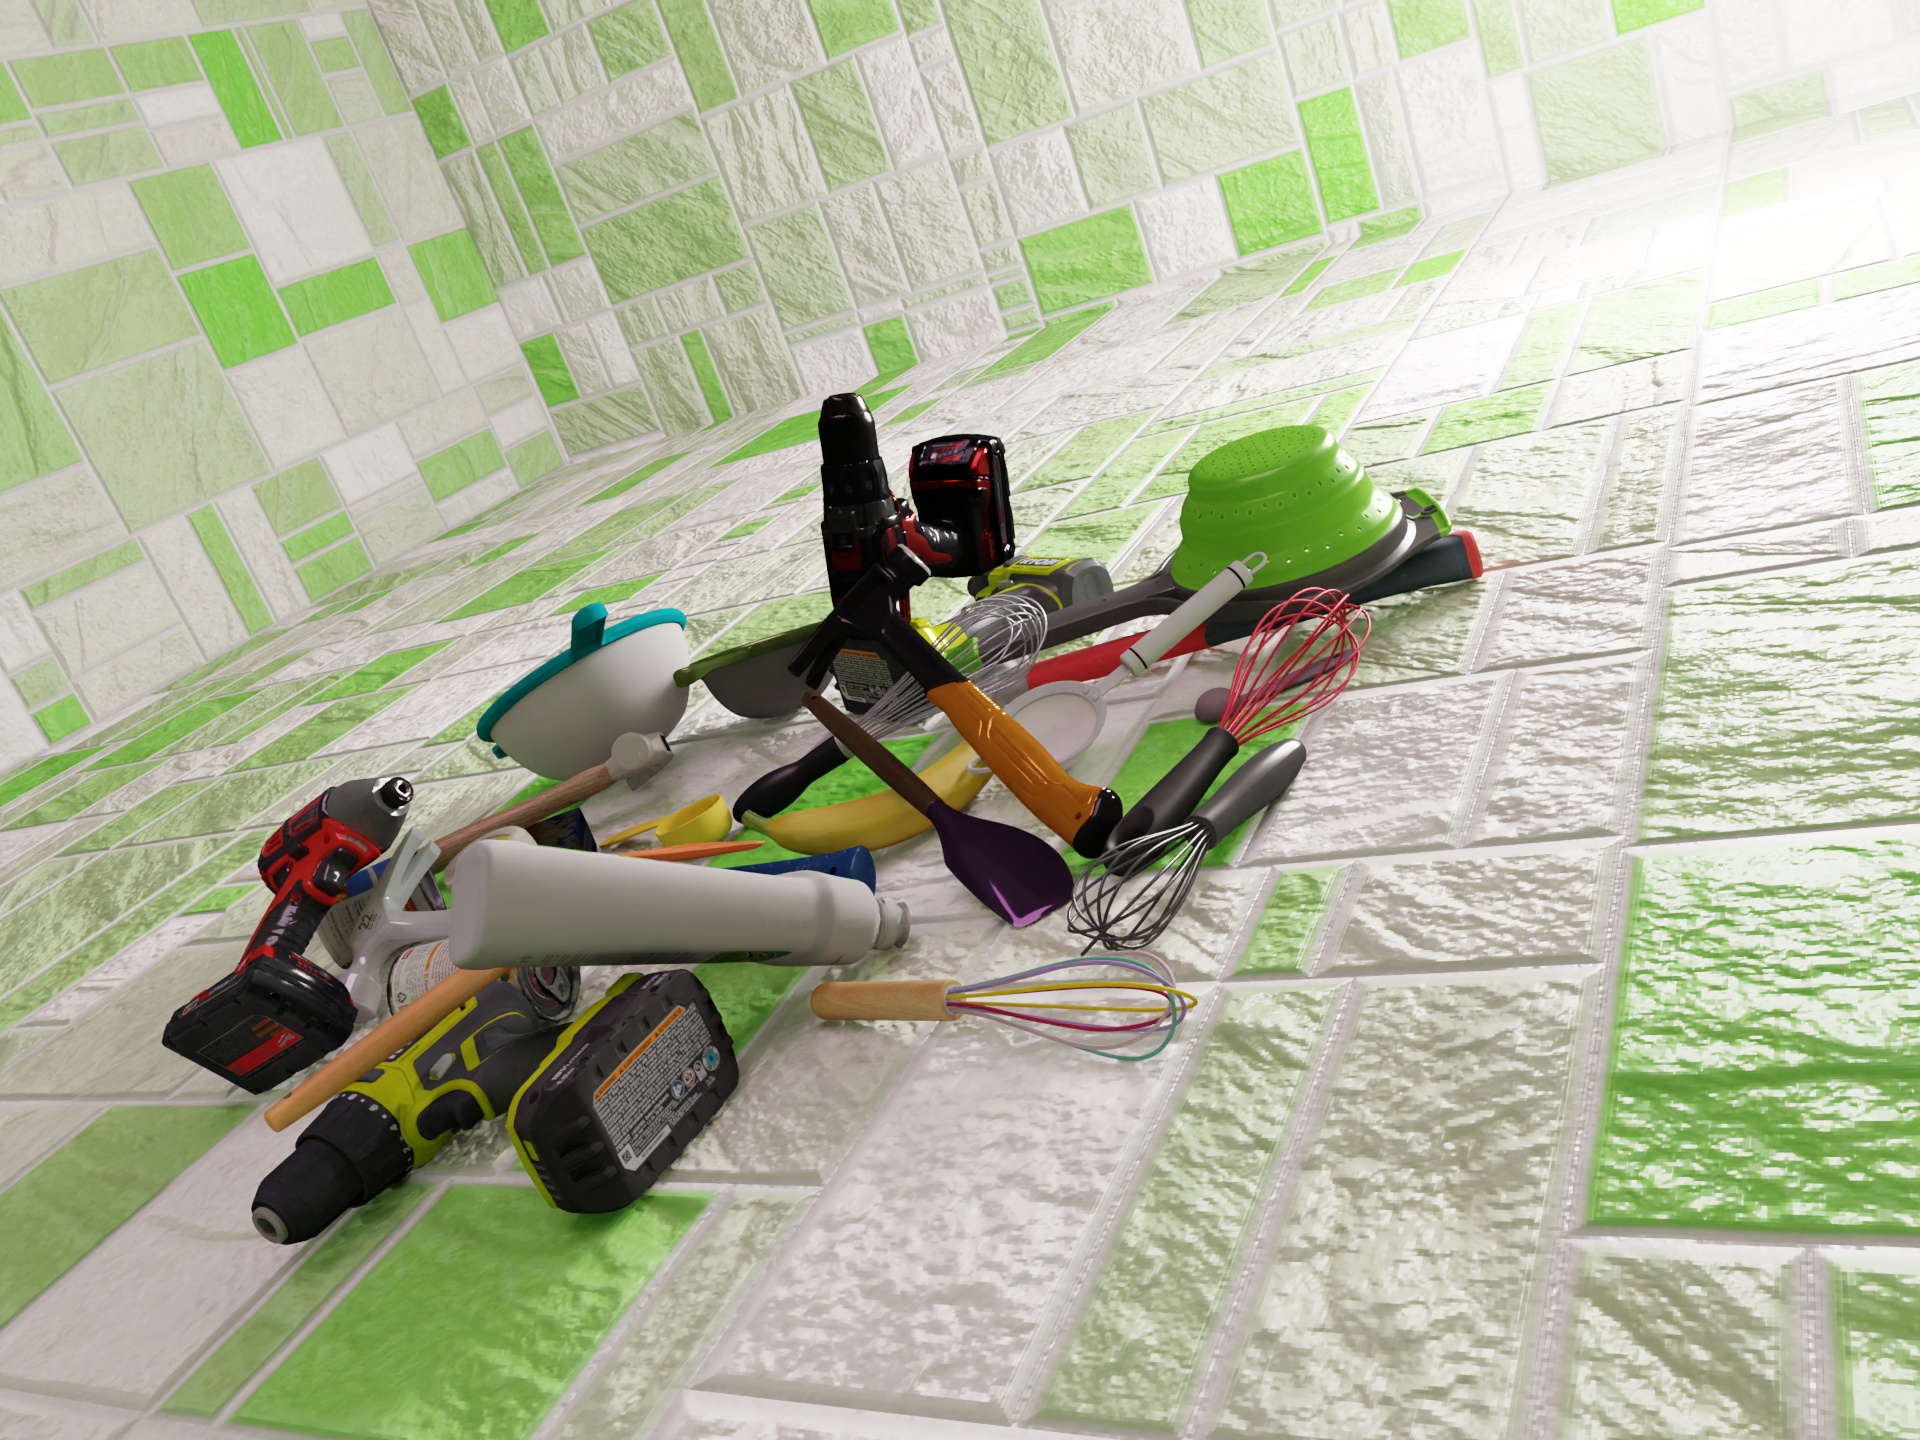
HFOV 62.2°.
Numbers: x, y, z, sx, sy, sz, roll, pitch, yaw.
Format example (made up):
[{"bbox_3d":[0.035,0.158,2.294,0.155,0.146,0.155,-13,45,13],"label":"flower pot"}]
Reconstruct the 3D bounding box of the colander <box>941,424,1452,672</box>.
[{"bbox_3d":[0.157,-0.134,1.198,0.397,0.094,0.205,-18,23,8],"label":"colander"}]

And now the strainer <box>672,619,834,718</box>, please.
[{"bbox_3d":[-0.175,-0.032,1.363,0.151,0.069,0.256,-17,5,18],"label":"strainer"}]

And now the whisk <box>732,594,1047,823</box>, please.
[{"bbox_3d":[-0.055,-0.001,1.181,0.284,0.070,0.070,-34,17,12],"label":"whisk"}]

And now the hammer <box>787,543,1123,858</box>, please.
[{"bbox_3d":[-0.002,-0.003,1.072,0.127,0.034,0.337,-47,43,1],"label":"hammer"}]

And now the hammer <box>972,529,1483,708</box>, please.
[{"bbox_3d":[0.192,-0.064,1.182,0.386,0.038,0.143,-16,22,14],"label":"hammer"}]

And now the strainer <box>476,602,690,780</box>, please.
[{"bbox_3d":[-0.301,-0.019,1.361,0.211,0.095,0.340,-32,-2,-18],"label":"strainer"}]

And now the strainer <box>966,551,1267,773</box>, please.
[{"bbox_3d":[0.115,-0.033,1.103,0.258,0.050,0.087,-39,39,-4],"label":"strainer"}]

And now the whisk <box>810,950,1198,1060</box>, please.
[{"bbox_3d":[0.015,0.146,0.819,0.245,0.051,0.047,-9,1,40],"label":"whisk"}]

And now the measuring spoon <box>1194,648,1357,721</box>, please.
[{"bbox_3d":[0.217,-0.030,1.097,0.124,0.018,0.034,-22,19,-7],"label":"measuring spoon"}]

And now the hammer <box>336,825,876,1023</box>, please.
[{"bbox_3d":[-0.246,0.121,1.081,0.405,0.035,0.144,-8,52,21],"label":"hammer"}]

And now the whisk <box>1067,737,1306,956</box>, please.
[{"bbox_3d":[0.135,0.065,0.898,0.055,0.055,0.239,-2,22,42],"label":"whisk"}]

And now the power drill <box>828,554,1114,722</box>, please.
[{"bbox_3d":[0.000,-0.082,1.371,0.223,0.080,0.171,-28,21,-30],"label":"power drill"}]

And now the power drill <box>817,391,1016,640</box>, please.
[{"bbox_3d":[-0.042,-0.180,1.285,0.080,0.187,0.227,1,18,27],"label":"power drill"}]

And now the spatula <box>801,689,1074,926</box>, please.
[{"bbox_3d":[-0.027,0.046,1.038,0.060,0.018,0.316,-27,36,-21],"label":"spatula"}]

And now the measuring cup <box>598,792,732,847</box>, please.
[{"bbox_3d":[-0.231,0.092,1.230,0.156,0.029,0.062,-18,16,45],"label":"measuring cup"}]

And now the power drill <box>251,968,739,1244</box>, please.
[{"bbox_3d":[-0.253,0.209,0.857,0.228,0.080,0.190,-11,20,33],"label":"power drill"}]

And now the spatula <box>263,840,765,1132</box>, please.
[{"bbox_3d":[-0.251,0.138,0.919,0.081,0.041,0.322,-6,24,47],"label":"spatula"}]

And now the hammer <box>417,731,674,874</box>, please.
[{"bbox_3d":[-0.390,0.092,1.321,0.331,0.031,0.130,-26,-3,2],"label":"hammer"}]

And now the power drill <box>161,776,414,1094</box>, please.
[{"bbox_3d":[-0.453,0.135,1.107,0.143,0.078,0.220,-30,35,26],"label":"power drill"}]

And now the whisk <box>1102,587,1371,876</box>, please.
[{"bbox_3d":[0.176,0.002,1.004,0.073,0.073,0.296,1,35,46],"label":"whisk"}]
